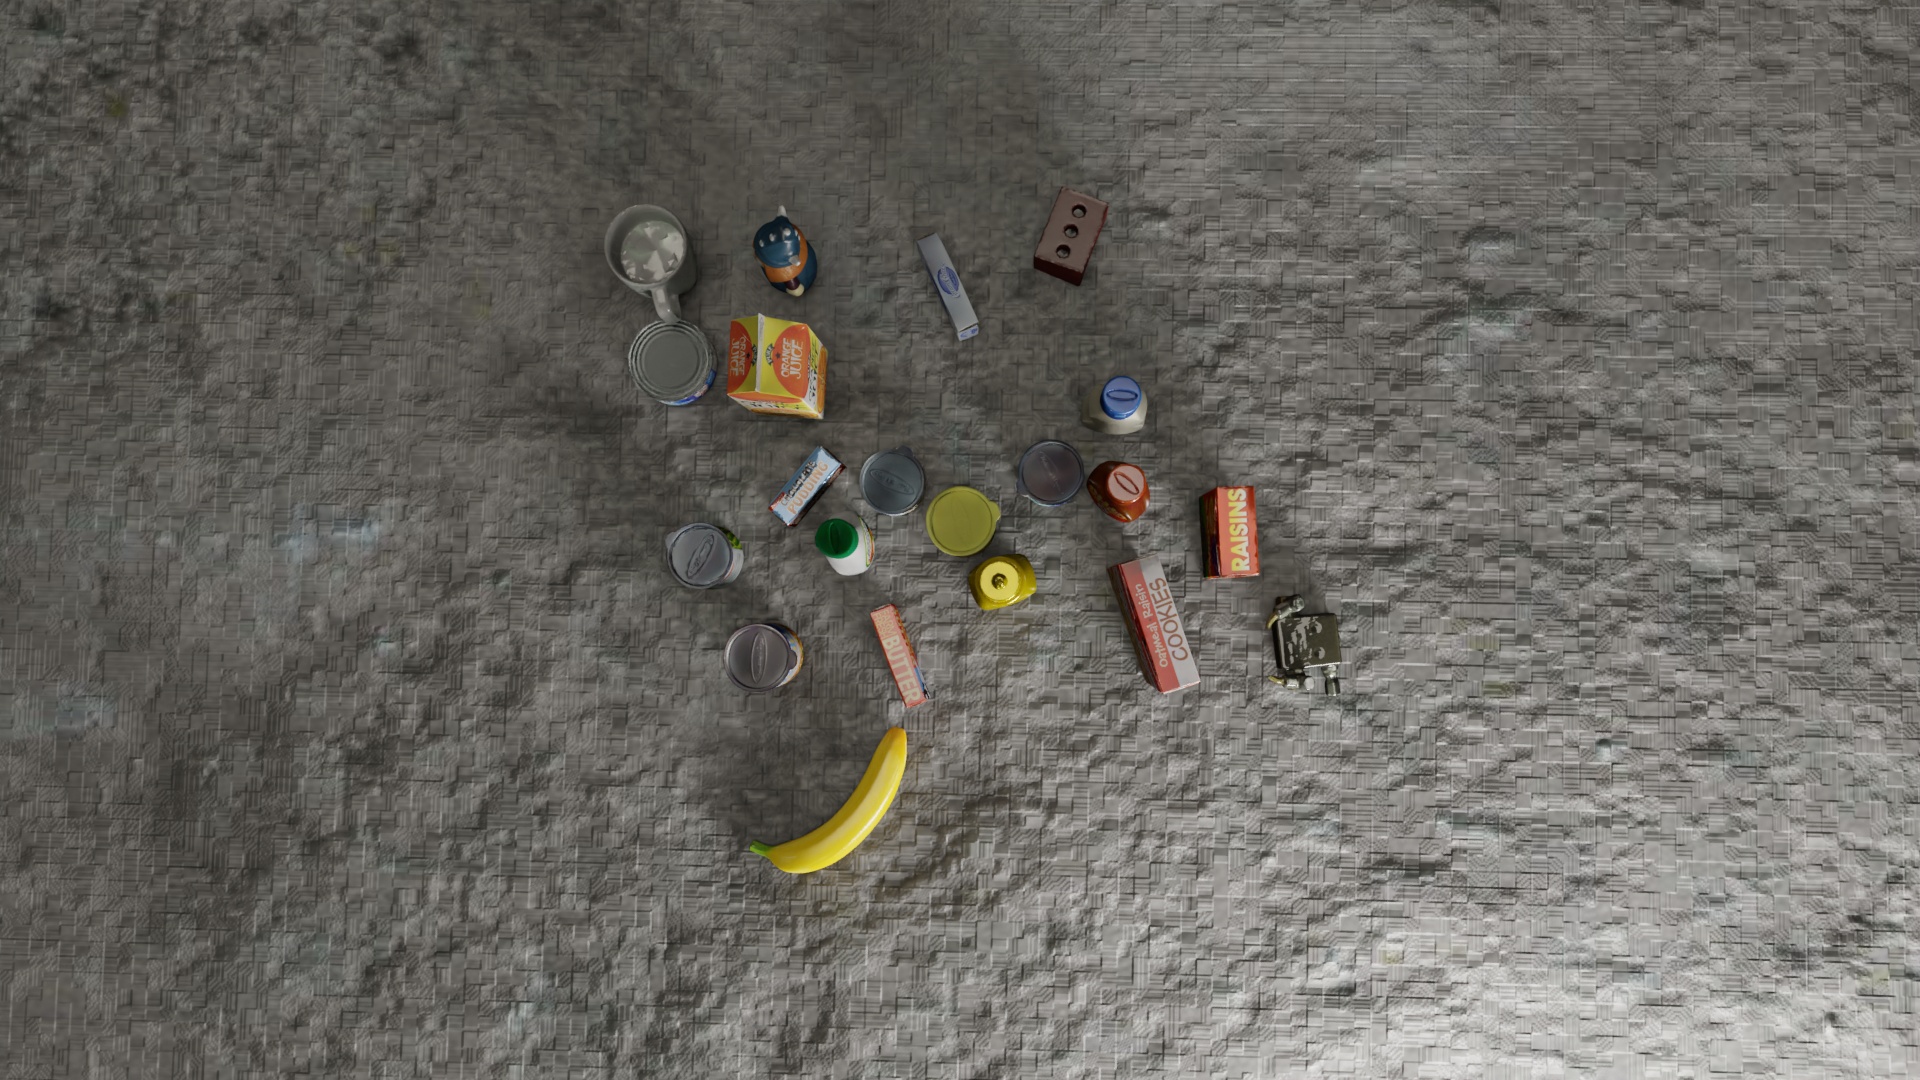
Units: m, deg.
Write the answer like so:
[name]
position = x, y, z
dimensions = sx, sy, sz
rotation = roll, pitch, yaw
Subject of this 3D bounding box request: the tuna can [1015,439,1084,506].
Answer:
[tuna can]
position = 0.089, -0.066, 1.394
dimensions = 0.071, 0.033, 0.071
rotation = 0, 87, 2

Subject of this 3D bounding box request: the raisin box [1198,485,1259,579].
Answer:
[raisin box]
position = 0.257, -0.007, 1.339
dimensions = 0.040, 0.123, 0.086
rotation = -2, 87, 2

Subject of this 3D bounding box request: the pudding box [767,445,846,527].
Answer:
[pudding box]
position = -0.154, -0.054, 1.393
dimensions = 0.030, 0.049, 0.083
rotation = 40, 89, 3

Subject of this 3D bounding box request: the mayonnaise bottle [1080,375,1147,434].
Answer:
[mayonnaise bottle]
position = 0.151, -0.130, 1.337
dimensions = 0.065, 0.148, 0.041
rotation = 5, 88, 2

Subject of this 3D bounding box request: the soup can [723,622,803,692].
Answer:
[soup can]
position = -0.190, 0.115, 1.369
dimensions = 0.071, 0.084, 0.071
rotation = 0, 87, 2

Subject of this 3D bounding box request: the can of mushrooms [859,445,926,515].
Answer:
[can of mushrooms]
position = -0.066, -0.060, 1.399
dimensions = 0.071, 0.033, 0.071
rotation = 0, 87, 2

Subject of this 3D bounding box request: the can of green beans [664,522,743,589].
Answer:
[can of green beans]
position = -0.255, 0.016, 1.389
dimensions = 0.071, 0.058, 0.071
rotation = 0, 87, 2

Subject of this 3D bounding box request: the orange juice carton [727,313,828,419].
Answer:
[orange juice carton]
position = -0.176, -0.164, 1.328
dimensions = 0.073, 0.192, 0.072
rotation = 3, 88, 2

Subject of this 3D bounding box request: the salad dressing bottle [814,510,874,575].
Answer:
[salad dressing bottle]
position = -0.112, 0.001, 1.340
dimensions = 0.044, 0.147, 0.064
rotation = -9, 87, 2

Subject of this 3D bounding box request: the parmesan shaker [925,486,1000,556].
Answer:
[parmesan shaker]
position = 0.005, -0.017, 1.359
dimensions = 0.071, 0.103, 0.071
rotation = 0, 88, 2

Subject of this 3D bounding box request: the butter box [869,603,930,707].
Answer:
[butter box]
position = -0.060, 0.114, 1.380
dimensions = 0.024, 0.053, 0.103
rotation = -21, 87, 1

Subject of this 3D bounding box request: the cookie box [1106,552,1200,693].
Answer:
[cookie box]
position = 0.179, 0.077, 1.315
dimensions = 0.040, 0.167, 0.123
rotation = -19, 87, 1

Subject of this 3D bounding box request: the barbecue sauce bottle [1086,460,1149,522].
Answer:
[barbecue sauce bottle]
position = 0.154, -0.050, 1.332
dimensions = 0.065, 0.148, 0.043
rotation = 43, 90, 3

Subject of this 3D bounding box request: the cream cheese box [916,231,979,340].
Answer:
[cream cheese box]
position = -0.012, -0.255, 1.397
dimensions = 0.024, 0.053, 0.104
rotation = -25, 87, 1

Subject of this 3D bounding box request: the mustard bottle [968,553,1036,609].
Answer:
[mustard bottle]
position = 0.039, 0.039, 1.326
dimensions = 0.065, 0.160, 0.049
rotation = -20, 87, 1
